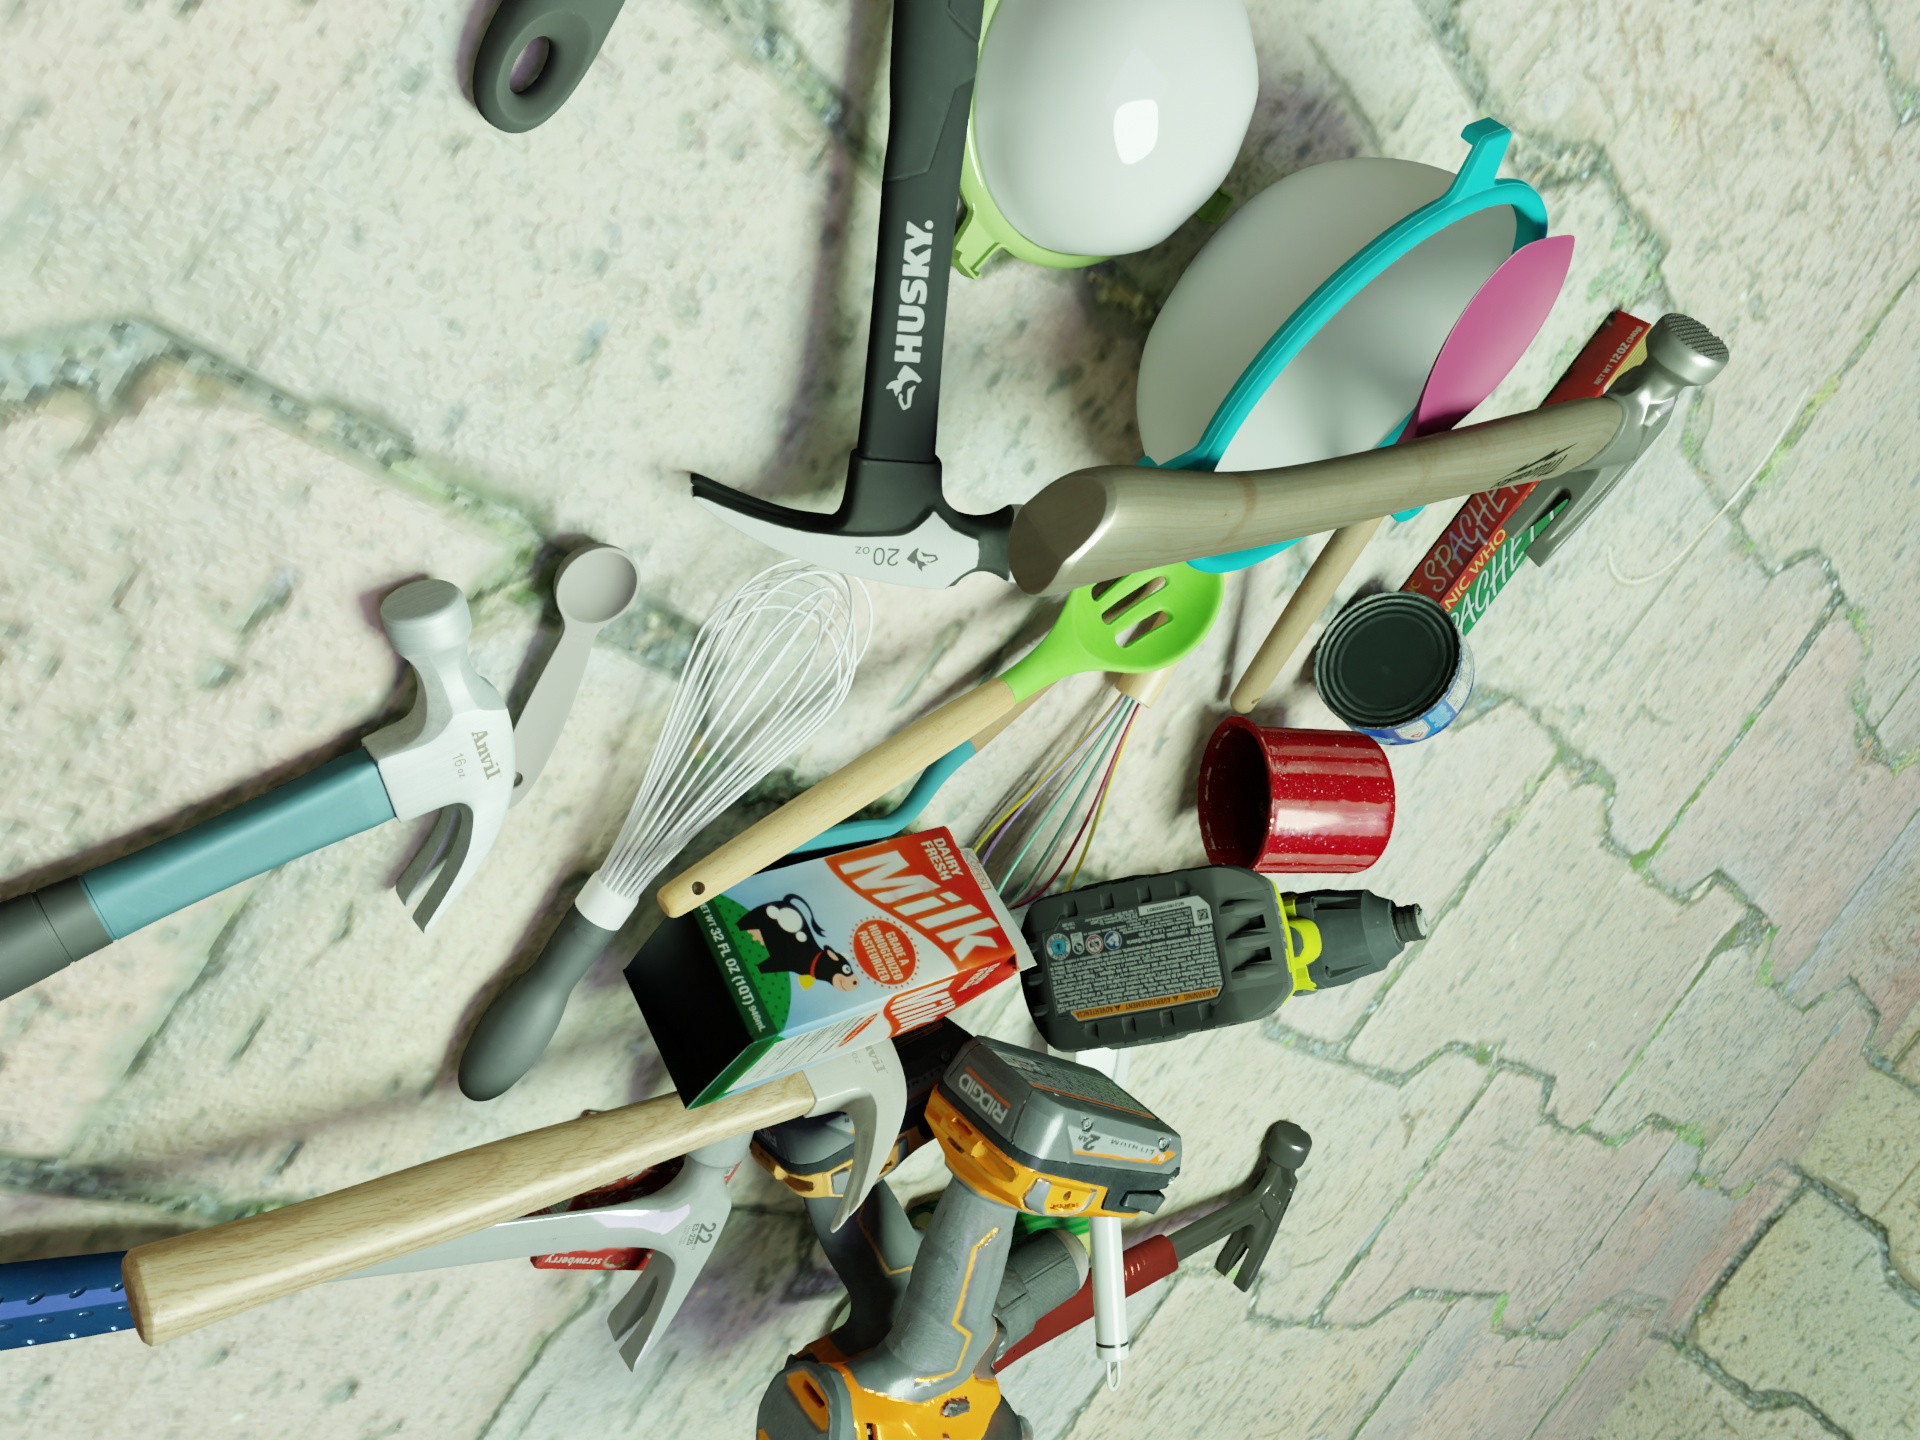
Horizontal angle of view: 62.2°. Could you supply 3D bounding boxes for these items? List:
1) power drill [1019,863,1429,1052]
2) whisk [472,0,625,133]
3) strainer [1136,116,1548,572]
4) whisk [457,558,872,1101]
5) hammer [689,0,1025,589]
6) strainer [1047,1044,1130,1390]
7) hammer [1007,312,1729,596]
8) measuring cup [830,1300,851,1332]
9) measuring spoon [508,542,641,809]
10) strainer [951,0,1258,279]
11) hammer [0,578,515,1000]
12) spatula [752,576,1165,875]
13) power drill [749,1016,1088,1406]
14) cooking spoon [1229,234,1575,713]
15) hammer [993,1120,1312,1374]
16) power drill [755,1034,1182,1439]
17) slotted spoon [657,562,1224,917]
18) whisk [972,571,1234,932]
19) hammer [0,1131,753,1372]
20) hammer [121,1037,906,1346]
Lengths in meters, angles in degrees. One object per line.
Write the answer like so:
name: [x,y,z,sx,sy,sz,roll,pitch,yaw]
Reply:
power drill: [0.143,0.122,0.848,0.223,0.171,0.080,10,67,-60]
whisk: [-0.066,-0.307,0.476,0.073,0.073,0.296,21,109,-47]
strainer: [0.174,-0.166,0.768,0.211,0.095,0.340,-45,160,12]
whisk: [-0.131,0.050,0.666,0.070,0.070,0.284,26,104,-47]
hammer: [-0.018,-0.211,0.573,0.146,0.035,0.334,2,112,-12]
strainer: [0.081,0.262,0.939,0.086,0.050,0.258,10,76,-62]
hammer: [0.182,-0.098,0.700,0.410,0.038,0.146,-16,149,-36]
measuring cup: [-0.052,0.415,0.999,0.083,0.038,0.167,-14,128,-34]
measuring spoon: [-0.161,-0.018,0.624,0.034,0.018,0.124,8,119,-44]
strainer: [0.074,-0.289,0.596,0.151,0.069,0.256,-21,131,-29]
hammer: [-0.308,0.069,0.539,0.331,0.033,0.128,-27,132,-25]
spatula: [0.012,-0.014,0.754,0.317,0.044,0.082,-42,176,-22]
power drill: [-0.018,0.262,0.849,0.185,0.084,0.226,-20,113,-29]
cooking spoon: [0.200,-0.105,0.776,0.068,0.017,0.318,-19,151,-32]
hammer: [0.120,0.386,1.101,0.359,0.037,0.149,-6,121,-47]
power drill: [0.015,0.281,0.783,0.164,0.084,0.226,26,93,-41]
slotted spoon: [-0.001,-0.002,0.704,0.314,0.031,0.070,-33,99,-27]
whisk: [0.075,0.005,0.826,0.245,0.047,0.051,-58,150,1]
hammer: [-0.278,0.228,0.645,0.405,0.035,0.144,5,113,-37]
hammer: [-0.163,0.184,0.661,0.331,0.130,0.031,-10,146,-38]
